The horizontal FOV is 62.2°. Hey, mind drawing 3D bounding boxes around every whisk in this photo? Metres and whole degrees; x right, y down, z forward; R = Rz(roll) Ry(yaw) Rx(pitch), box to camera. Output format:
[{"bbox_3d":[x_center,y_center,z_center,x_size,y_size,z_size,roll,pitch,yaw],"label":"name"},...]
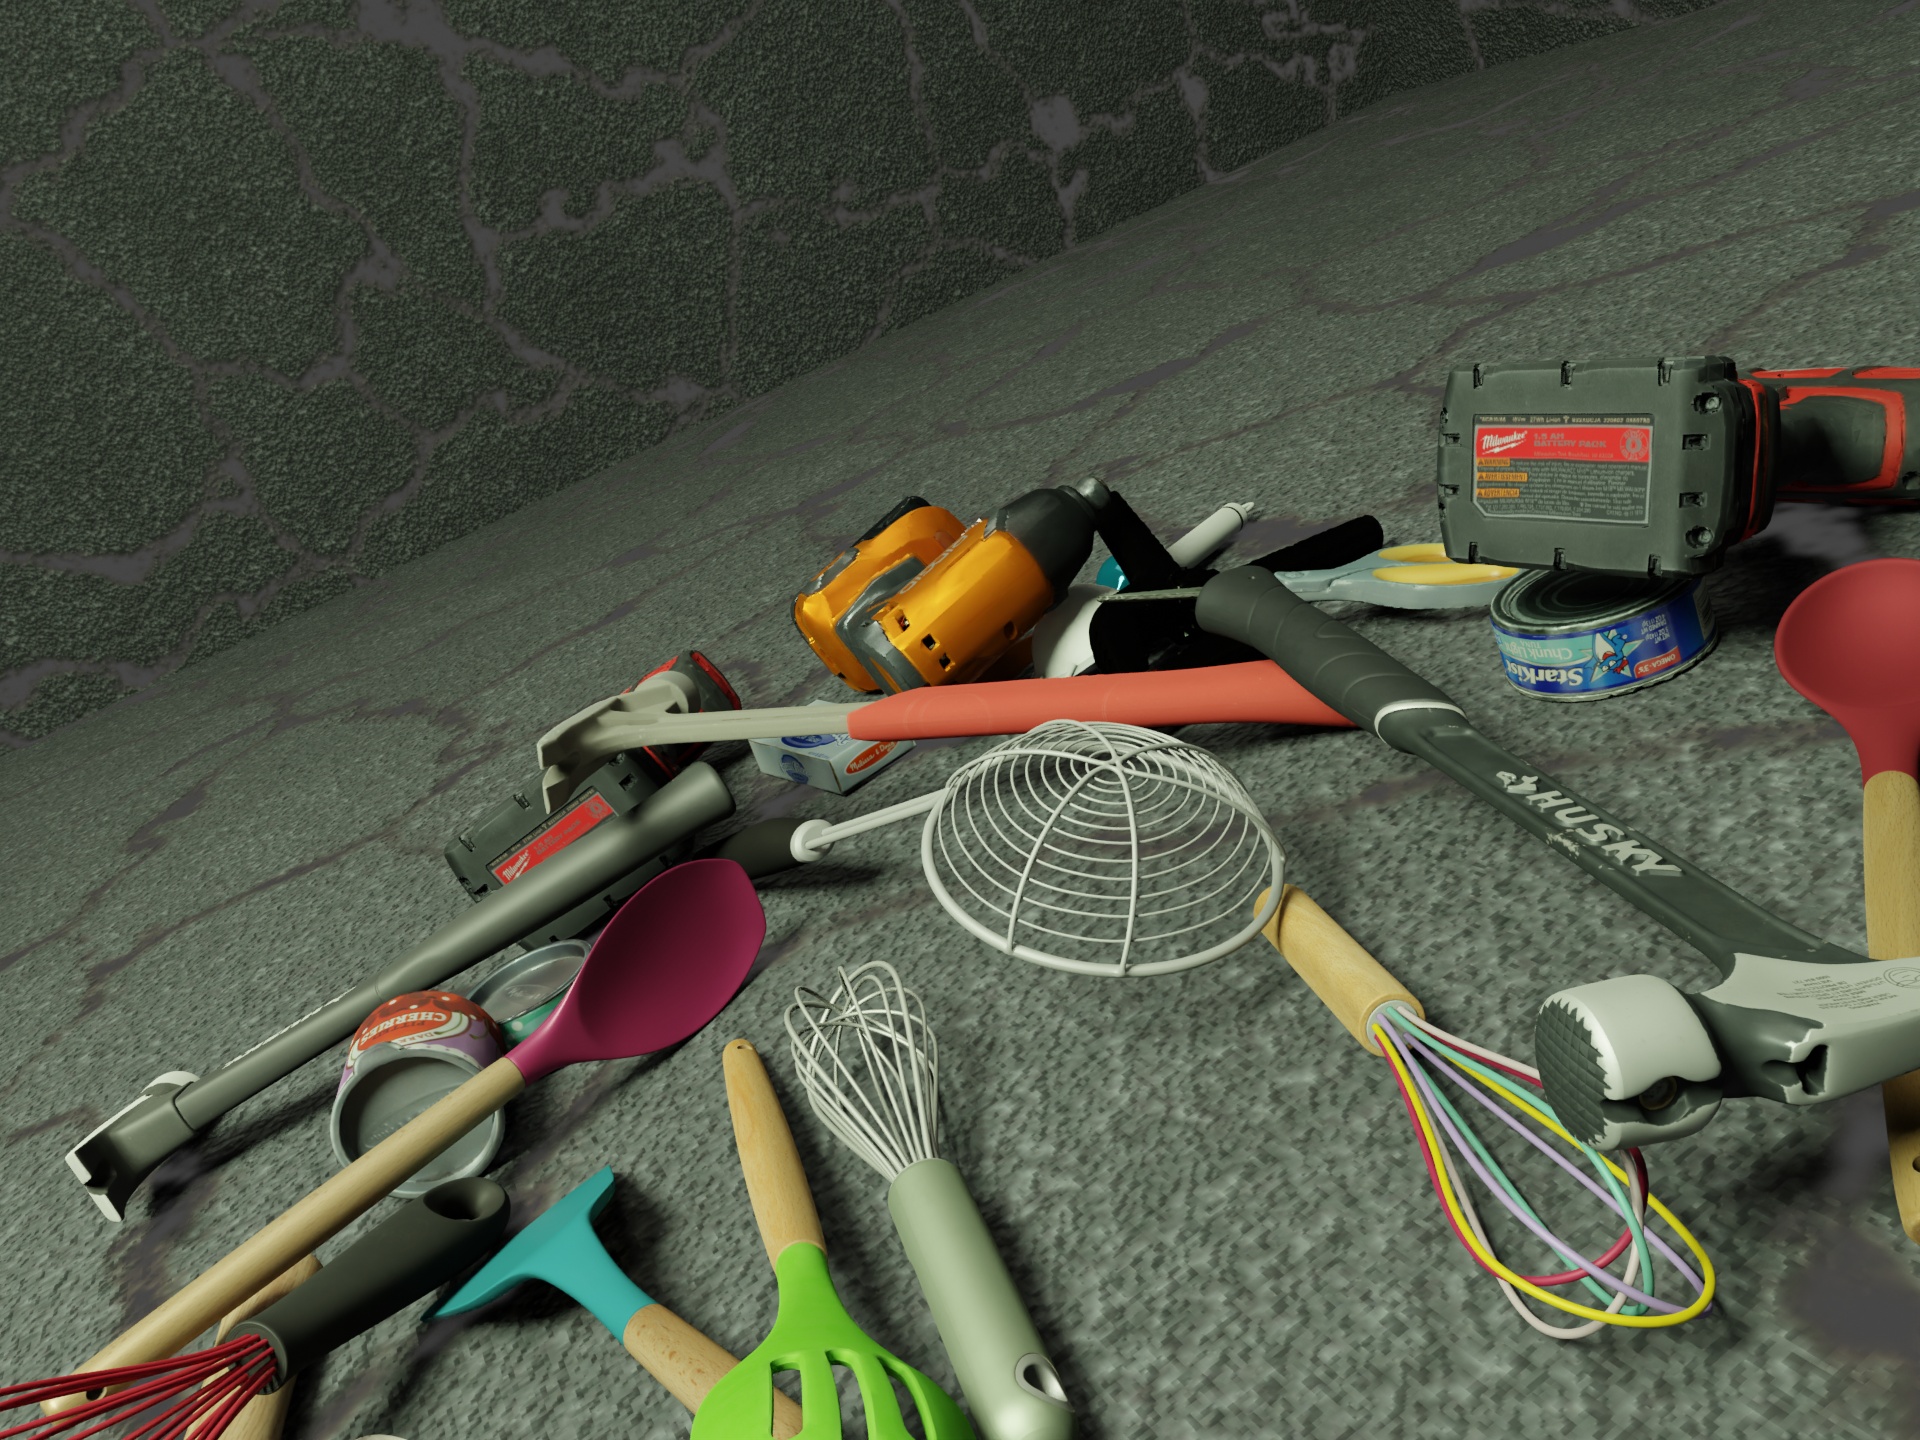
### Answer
[{"bbox_3d":[-0.013,0.143,0.495,0.059,0.057,0.246,-57,23,7],"label":"whisk"},{"bbox_3d":[-0.221,0.196,0.466,0.073,0.073,0.296,-16,1,18],"label":"whisk"},{"bbox_3d":[0.129,0.096,0.455,0.047,0.051,0.245,-29,17,-1],"label":"whisk"}]

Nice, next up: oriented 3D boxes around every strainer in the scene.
[{"bbox_3d":[0.108,-0.082,0.938,0.087,0.050,0.258,-23,10,47],"label":"strainer"}]

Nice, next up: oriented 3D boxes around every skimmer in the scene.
[{"bbox_3d":[-0.021,0.069,0.670,0.127,0.090,0.363,-28,5,-35],"label":"skimmer"}]

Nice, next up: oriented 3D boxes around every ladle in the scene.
[{"bbox_3d":[0.279,0.034,0.472,0.069,0.031,0.315,-8,27,32],"label":"ladle"}]

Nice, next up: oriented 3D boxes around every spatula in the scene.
[{"bbox_3d":[-0.072,0.192,0.459,0.082,0.044,0.318,-36,28,-30],"label":"spatula"}]

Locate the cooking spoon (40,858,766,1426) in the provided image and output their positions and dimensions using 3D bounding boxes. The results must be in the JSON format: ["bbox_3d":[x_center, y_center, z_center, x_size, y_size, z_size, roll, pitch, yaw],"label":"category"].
[{"bbox_3d":[-0.192,0.150,0.609,0.017,0.068,0.319,-2,26,45],"label":"cooking spoon"}]

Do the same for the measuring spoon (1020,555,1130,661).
[{"bbox_3d":[0.073,-0.073,0.974,0.128,0.021,0.042,-36,23,-32],"label":"measuring spoon"}]

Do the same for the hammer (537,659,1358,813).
[{"bbox_3d":[-0.001,-0.002,0.715,0.359,0.036,0.149,-3,14,11],"label":"hammer"}]

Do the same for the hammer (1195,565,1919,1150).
[{"bbox_3d":[0.168,0.006,0.531,0.149,0.036,0.409,-10,20,-8],"label":"hammer"}]

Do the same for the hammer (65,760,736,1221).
[{"bbox_3d":[-0.253,0.117,0.739,0.335,0.035,0.146,-32,8,-5],"label":"hammer"}]

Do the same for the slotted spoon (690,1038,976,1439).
[{"bbox_3d":[-0.054,0.154,0.486,0.070,0.031,0.314,7,6,-14],"label":"slotted spoon"}]

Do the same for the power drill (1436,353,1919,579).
[{"bbox_3d":[0.296,-0.117,0.681,0.226,0.080,0.188,-13,16,-38],"label":"power drill"}]

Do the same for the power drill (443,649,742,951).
[{"bbox_3d":[-0.202,0.040,0.898,0.143,0.078,0.220,-36,13,10],"label":"power drill"}]

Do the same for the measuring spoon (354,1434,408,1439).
[{"bbox_3d":[-0.153,0.225,0.467,0.124,0.018,0.034,-6,26,41],"label":"measuring spoon"}]

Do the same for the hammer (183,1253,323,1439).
[{"bbox_3d":[-0.222,0.256,0.445,0.130,0.031,0.331,-25,19,-6],"label":"hammer"}]

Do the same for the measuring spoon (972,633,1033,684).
[{"bbox_3d":[0.024,-0.029,0.913,0.117,0.021,0.011,-37,12,-35],"label":"measuring spoon"}]

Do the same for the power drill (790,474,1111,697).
[{"bbox_3d":[-0.007,-0.081,0.926,0.164,0.084,0.226,-42,16,-10],"label":"power drill"}]
